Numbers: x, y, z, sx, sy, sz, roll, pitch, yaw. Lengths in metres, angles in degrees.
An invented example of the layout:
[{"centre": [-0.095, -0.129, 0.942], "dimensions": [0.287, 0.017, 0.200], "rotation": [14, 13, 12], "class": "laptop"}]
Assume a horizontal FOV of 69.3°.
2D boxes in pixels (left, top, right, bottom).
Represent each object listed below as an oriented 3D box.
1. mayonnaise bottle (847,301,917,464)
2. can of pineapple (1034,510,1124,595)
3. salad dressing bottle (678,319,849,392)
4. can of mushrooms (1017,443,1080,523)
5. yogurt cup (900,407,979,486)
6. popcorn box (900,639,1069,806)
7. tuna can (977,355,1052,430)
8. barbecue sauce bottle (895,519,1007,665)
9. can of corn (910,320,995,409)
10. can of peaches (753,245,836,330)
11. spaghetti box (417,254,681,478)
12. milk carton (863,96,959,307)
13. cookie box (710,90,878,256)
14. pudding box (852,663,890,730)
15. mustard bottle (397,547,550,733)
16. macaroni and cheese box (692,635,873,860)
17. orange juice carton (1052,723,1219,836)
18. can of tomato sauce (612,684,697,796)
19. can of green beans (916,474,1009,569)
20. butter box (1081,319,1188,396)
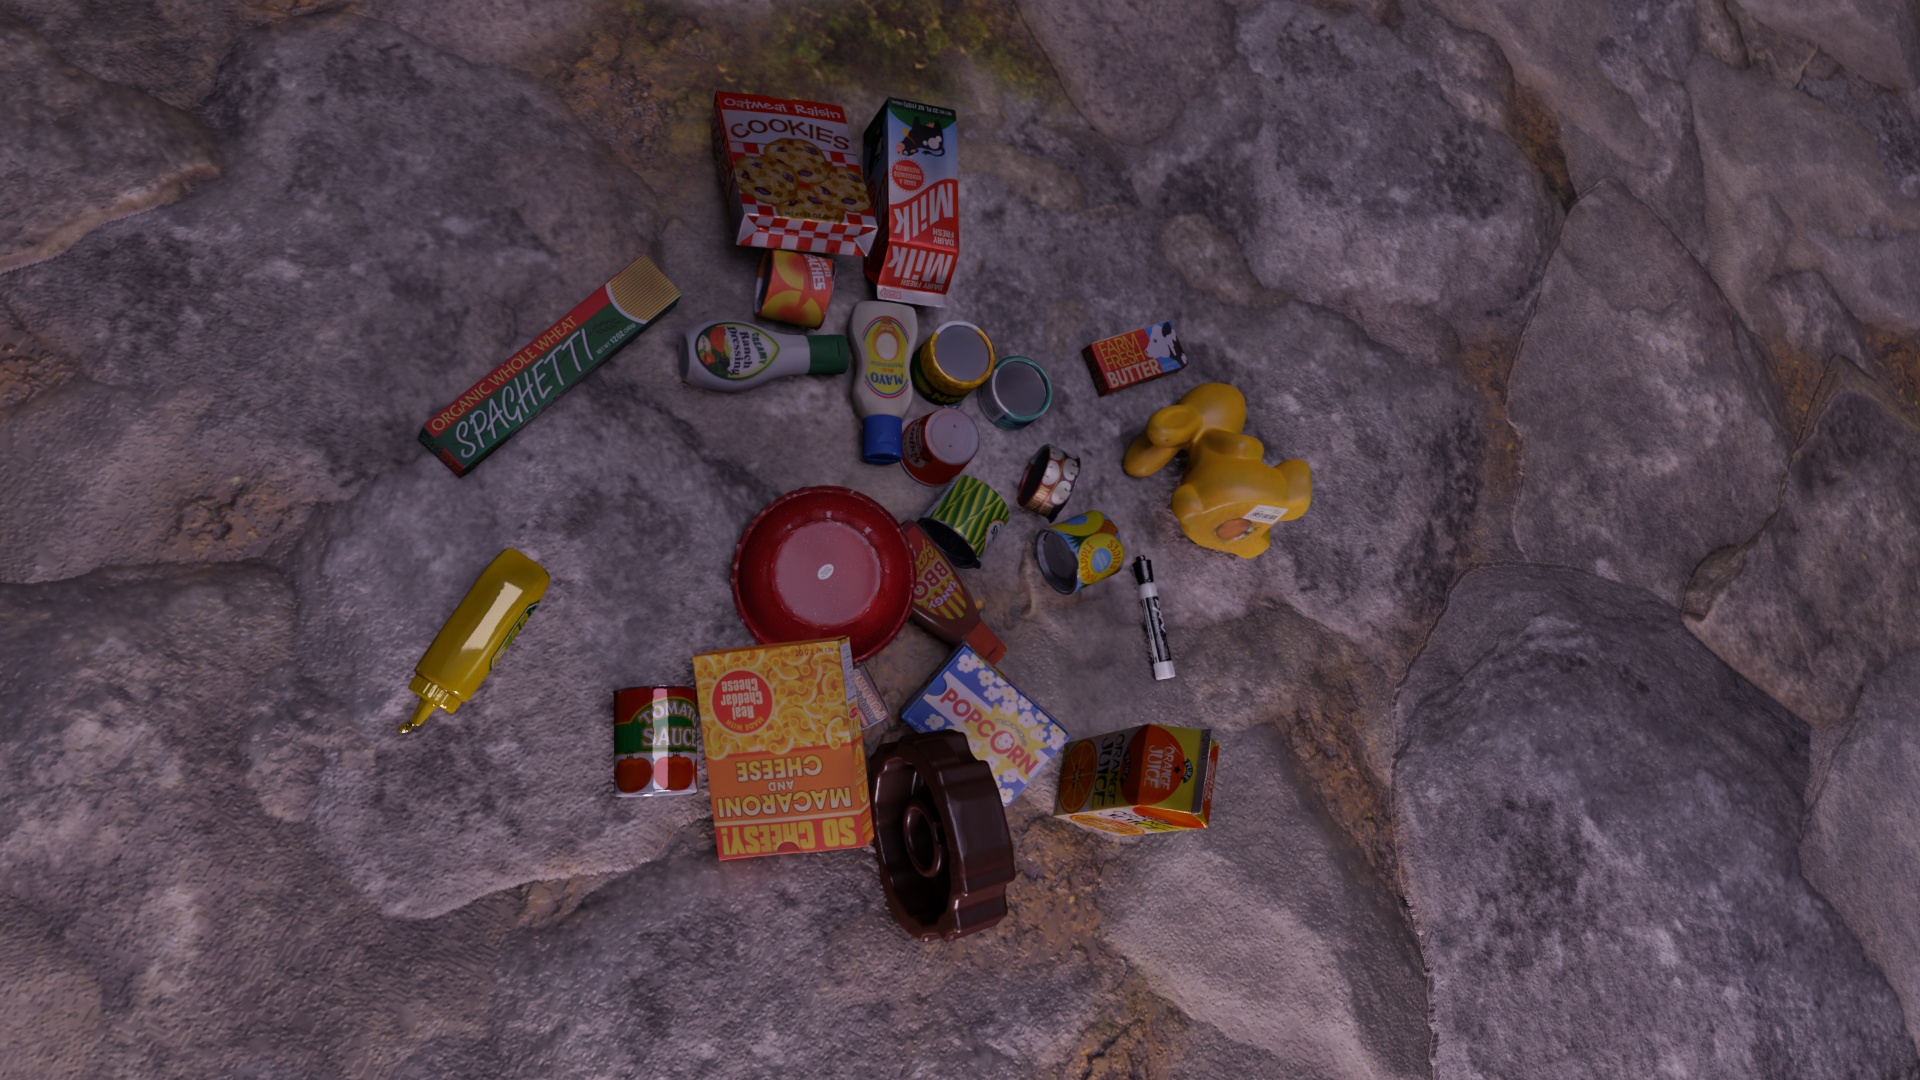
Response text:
[{"centre": [-0.071, -0.145, 1.277], "dimensions": [0.065, 0.041, 0.148], "rotation": [3, 74, -16], "class": "mayonnaise bottle"}, {"centre": [0.113, 0.011, 1.301], "dimensions": [0.058, 0.070, 0.071], "rotation": [-22, 86, -27], "class": "can of pineapple"}, {"centre": [-0.174, -0.165, 1.237], "dimensions": [0.148, 0.044, 0.064], "rotation": [-5, 81, -25], "class": "salad dressing bottle"}, {"centre": [0.082, -0.054, 1.306], "dimensions": [0.033, 0.071, 0.071], "rotation": [24, 68, -16], "class": "can of mushrooms"}, {"centre": [-0.017, -0.089, 1.279], "dimensions": [0.072, 0.053, 0.072], "rotation": [6, 75, -23], "class": "yogurt cup"}, {"centre": [0.021, 0.160, 1.220], "dimensions": [0.126, 0.038, 0.085], "rotation": [41, 94, -9], "class": "popcorn box"}, {"centre": [0.055, -0.142, 1.337], "dimensions": [0.071, 0.032, 0.071], "rotation": [6, 74, -22], "class": "tuna can"}, {"centre": [-0.019, 0.055, 1.246], "dimensions": [0.065, 0.043, 0.148], "rotation": [-43, 96, -22], "class": "barbecue sauce bottle"}, {"centre": [-0.007, -0.164, 1.301], "dimensions": [0.071, 0.058, 0.071], "rotation": [6, 74, -22], "class": "can of corn"}, {"centre": [-0.150, -0.229, 1.250], "dimensions": [0.058, 0.071, 0.071], "rotation": [10, 73, -20], "class": "can of peaches"}, {"centre": [-0.341, -0.150, 1.169], "dimensions": [0.050, 0.028, 0.251], "rotation": [46, 63, -6], "class": "spaghetti box"}, {"centre": [-0.047, -0.313, 1.315], "dimensions": [0.072, 0.073, 0.191], "rotation": [4, 75, -23], "class": "milk carton"}, {"centre": [-0.153, -0.335, 1.263], "dimensions": [0.123, 0.040, 0.168], "rotation": [0, 54, -24], "class": "cookie box"}, {"centre": [-0.093, 0.136, 1.171], "dimensions": [0.030, 0.083, 0.049], "rotation": [-27, 89, -24], "class": "pudding box"}, {"centre": [-0.380, 0.082, 1.074], "dimensions": [0.049, 0.065, 0.161], "rotation": [33, 71, -7], "class": "mustard bottle"}, {"centre": [-0.142, 0.167, 1.115], "dimensions": [0.124, 0.040, 0.166], "rotation": [-7, 90, 10], "class": "macaroni and cheese box"}, {"centre": [0.160, 0.208, 1.199], "dimensions": [0.073, 0.192, 0.072], "rotation": [19, 69, -19], "class": "orange juice carton"}, {"centre": [-0.242, 0.160, 1.106], "dimensions": [0.071, 0.071, 0.083], "rotation": [2, 76, -23], "class": "can of tomato sauce"}, {"centre": [0.003, -0.017, 1.262], "dimensions": [0.071, 0.071, 0.058], "rotation": [42, 64, -8], "class": "can of green beans"}, {"centre": [0.177, -0.185, 1.406], "dimensions": [0.104, 0.024, 0.053], "rotation": [-20, 84, -27], "class": "butter box"}]
